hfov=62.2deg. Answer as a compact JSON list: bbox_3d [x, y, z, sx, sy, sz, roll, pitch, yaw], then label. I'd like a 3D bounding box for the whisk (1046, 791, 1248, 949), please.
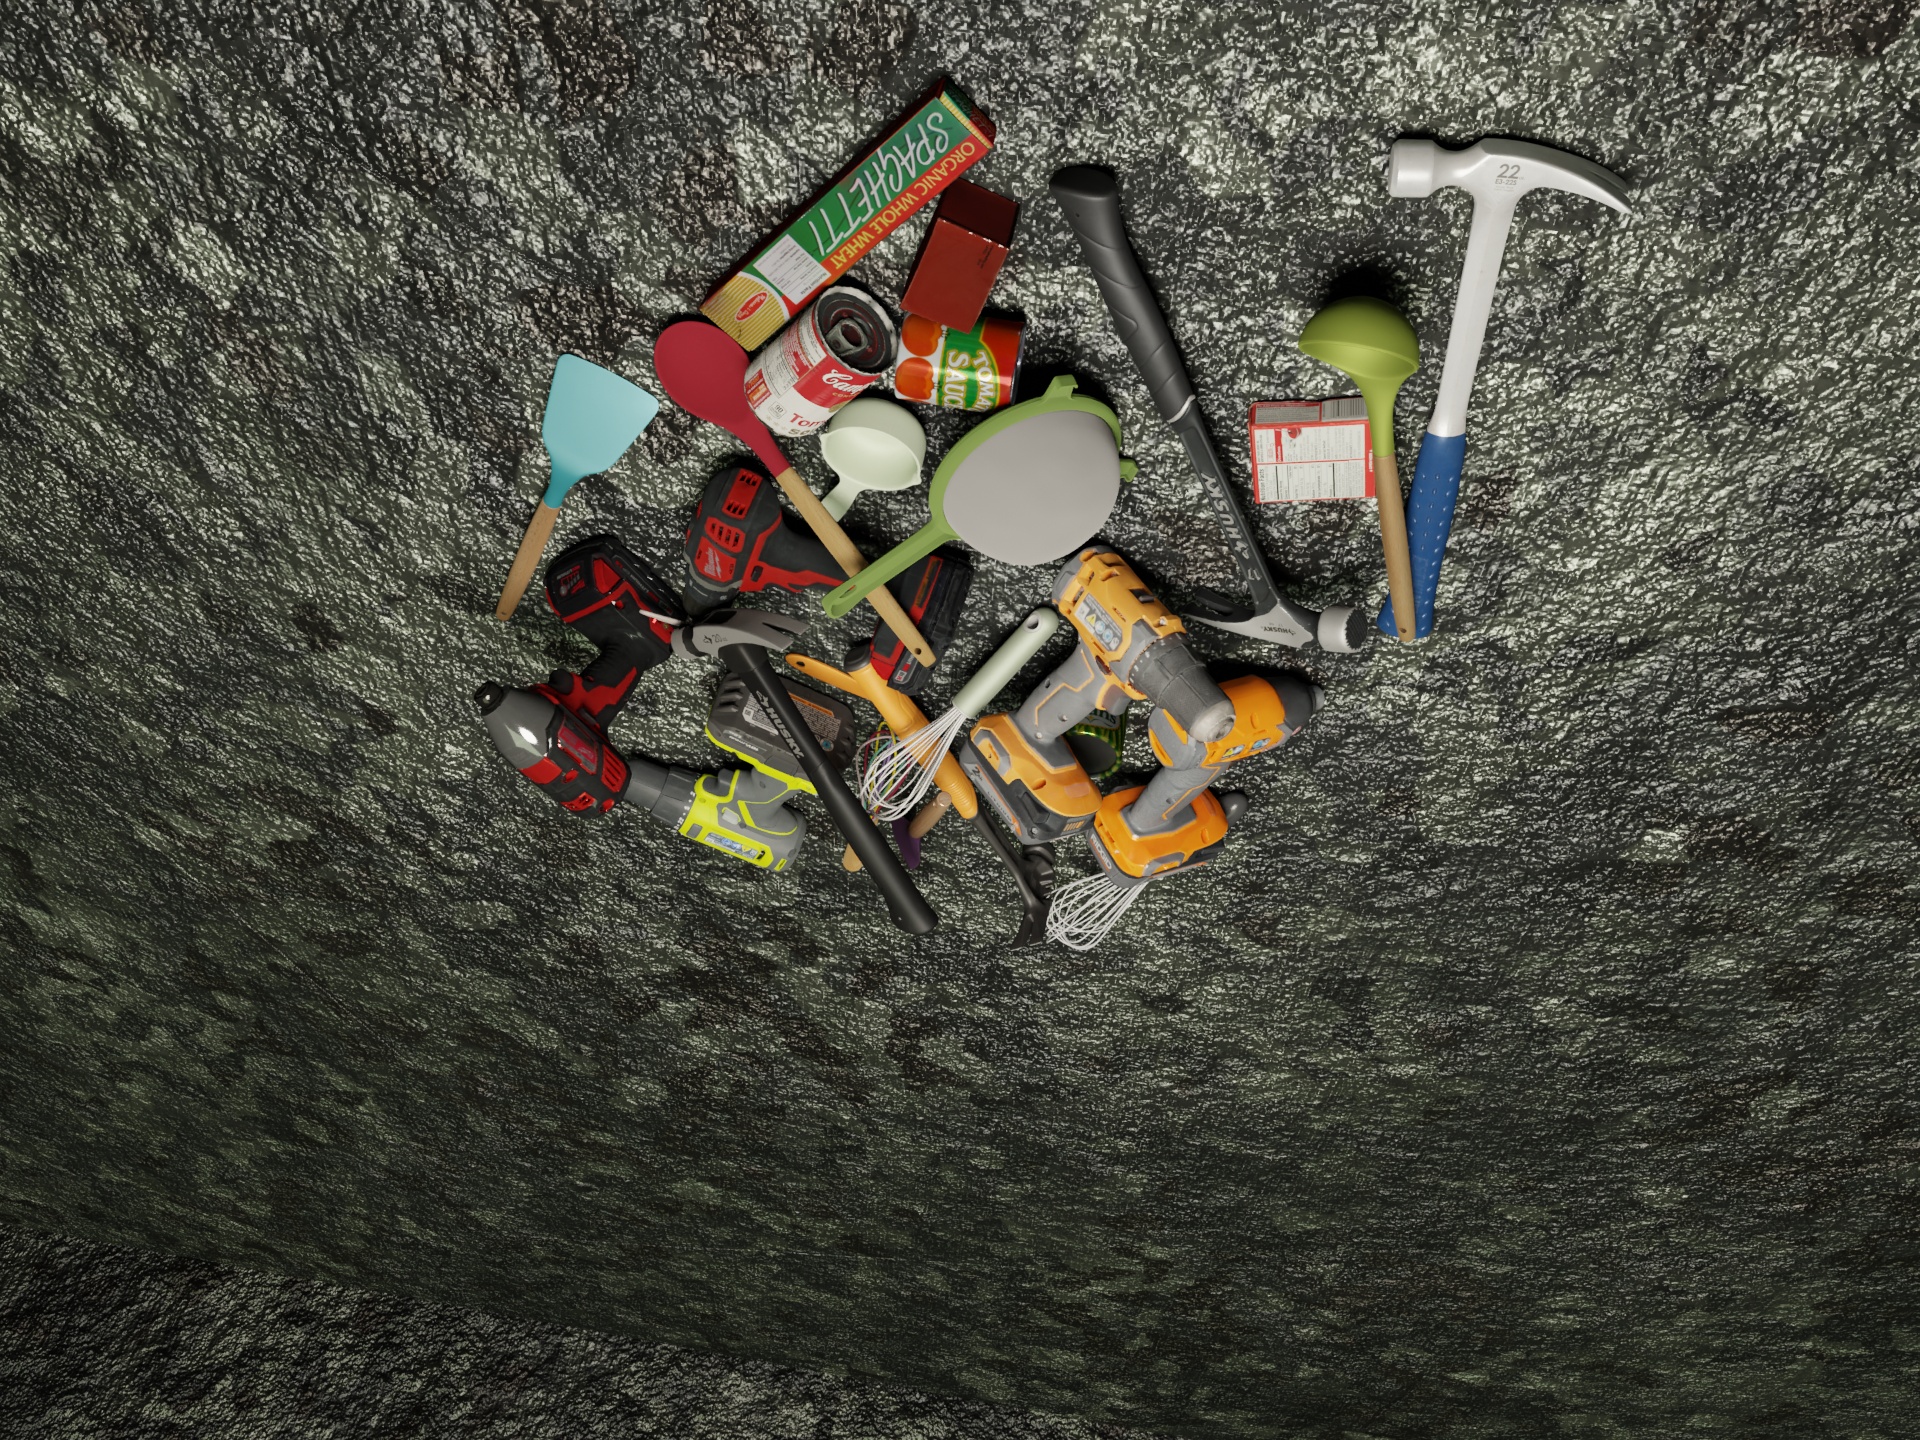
[{"bbox_3d":[0.175,0.146,1.537,0.070,0.070,0.284,31,132,-20],"label":"whisk"}]

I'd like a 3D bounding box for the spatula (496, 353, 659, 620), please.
[{"bbox_3d":[-0.340,-0.175,1.320,0.082,0.044,0.317,25,143,-16],"label":"spatula"}]

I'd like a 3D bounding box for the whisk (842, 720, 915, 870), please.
[{"bbox_3d":[-0.085,0.077,1.537,0.047,0.051,0.244,44,147,16],"label":"whisk"}]

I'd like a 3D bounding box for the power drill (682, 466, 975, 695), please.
[{"bbox_3d":[-0.121,-0.104,1.302,0.226,0.080,0.187,22,149,-8],"label":"power drill"}]

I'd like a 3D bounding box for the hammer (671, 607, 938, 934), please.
[{"bbox_3d":[-0.111,0.048,1.339,0.146,0.035,0.334,-6,122,48],"label":"hammer"}]

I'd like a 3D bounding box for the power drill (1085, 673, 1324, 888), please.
[{"bbox_3d":[0.212,0.045,1.367,0.164,0.084,0.226,-14,149,-28],"label":"power drill"}]

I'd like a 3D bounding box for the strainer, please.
[{"bbox_3d":[0.014,-0.131,1.149,0.256,0.069,0.151,-33,152,12],"label":"strainer"}]

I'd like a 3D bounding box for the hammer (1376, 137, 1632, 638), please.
[{"bbox_3d":[0.344,-0.209,1.100,0.144,0.035,0.405,5,139,9],"label":"hammer"}]

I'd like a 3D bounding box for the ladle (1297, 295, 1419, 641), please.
[{"bbox_3d":[0.292,-0.159,1.106,0.078,0.062,0.319,16,147,33],"label":"ladle"}]

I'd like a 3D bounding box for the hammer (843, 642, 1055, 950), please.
[{"bbox_3d":[-0.007,0.063,1.451,0.034,0.127,0.336,-19,125,26],"label":"hammer"}]

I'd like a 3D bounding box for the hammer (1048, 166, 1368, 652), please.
[{"bbox_3d":[0.160,-0.206,1.127,0.149,0.036,0.408,10,142,45],"label":"hammer"}]

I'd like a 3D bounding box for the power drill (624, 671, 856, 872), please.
[{"bbox_3d":[-0.213,0.048,1.503,0.190,0.080,0.228,24,141,-14],"label":"power drill"}]

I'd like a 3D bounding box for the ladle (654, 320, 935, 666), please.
[{"bbox_3d":[-0.116,-0.167,1.195,0.069,0.031,0.315,-32,102,25],"label":"ladle"}]

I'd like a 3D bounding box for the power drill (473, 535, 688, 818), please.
[{"bbox_3d":[-0.315,-0.040,1.313,0.078,0.220,0.143,-21,130,32],"label":"power drill"}]

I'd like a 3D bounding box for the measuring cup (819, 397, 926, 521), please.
[{"bbox_3d":[-0.080,-0.196,1.229,0.083,0.038,0.167,23,155,-16],"label":"measuring cup"}]

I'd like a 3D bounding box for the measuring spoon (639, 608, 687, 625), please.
[{"bbox_3d":[-0.227,-0.073,1.370,0.124,0.018,0.034,18,-179,-44],"label":"measuring spoon"}]

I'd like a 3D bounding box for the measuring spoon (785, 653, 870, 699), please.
[{"bbox_3d":[-0.105,-0.032,1.433,0.117,0.011,0.021,25,138,-15],"label":"measuring spoon"}]

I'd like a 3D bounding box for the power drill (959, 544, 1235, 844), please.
[{"bbox_3d":[0.110,0.001,1.268,0.084,0.185,0.226,-9,140,-45],"label":"power drill"}]

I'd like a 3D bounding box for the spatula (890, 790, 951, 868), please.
[{"bbox_3d":[-0.038,0.094,1.443,0.018,0.060,0.316,-24,173,-13],"label":"spatula"}]

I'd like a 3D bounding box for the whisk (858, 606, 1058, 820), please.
[{"bbox_3d":[-0.002,-0.004,1.355,0.246,0.058,0.059,-47,141,17],"label":"whisk"}]
